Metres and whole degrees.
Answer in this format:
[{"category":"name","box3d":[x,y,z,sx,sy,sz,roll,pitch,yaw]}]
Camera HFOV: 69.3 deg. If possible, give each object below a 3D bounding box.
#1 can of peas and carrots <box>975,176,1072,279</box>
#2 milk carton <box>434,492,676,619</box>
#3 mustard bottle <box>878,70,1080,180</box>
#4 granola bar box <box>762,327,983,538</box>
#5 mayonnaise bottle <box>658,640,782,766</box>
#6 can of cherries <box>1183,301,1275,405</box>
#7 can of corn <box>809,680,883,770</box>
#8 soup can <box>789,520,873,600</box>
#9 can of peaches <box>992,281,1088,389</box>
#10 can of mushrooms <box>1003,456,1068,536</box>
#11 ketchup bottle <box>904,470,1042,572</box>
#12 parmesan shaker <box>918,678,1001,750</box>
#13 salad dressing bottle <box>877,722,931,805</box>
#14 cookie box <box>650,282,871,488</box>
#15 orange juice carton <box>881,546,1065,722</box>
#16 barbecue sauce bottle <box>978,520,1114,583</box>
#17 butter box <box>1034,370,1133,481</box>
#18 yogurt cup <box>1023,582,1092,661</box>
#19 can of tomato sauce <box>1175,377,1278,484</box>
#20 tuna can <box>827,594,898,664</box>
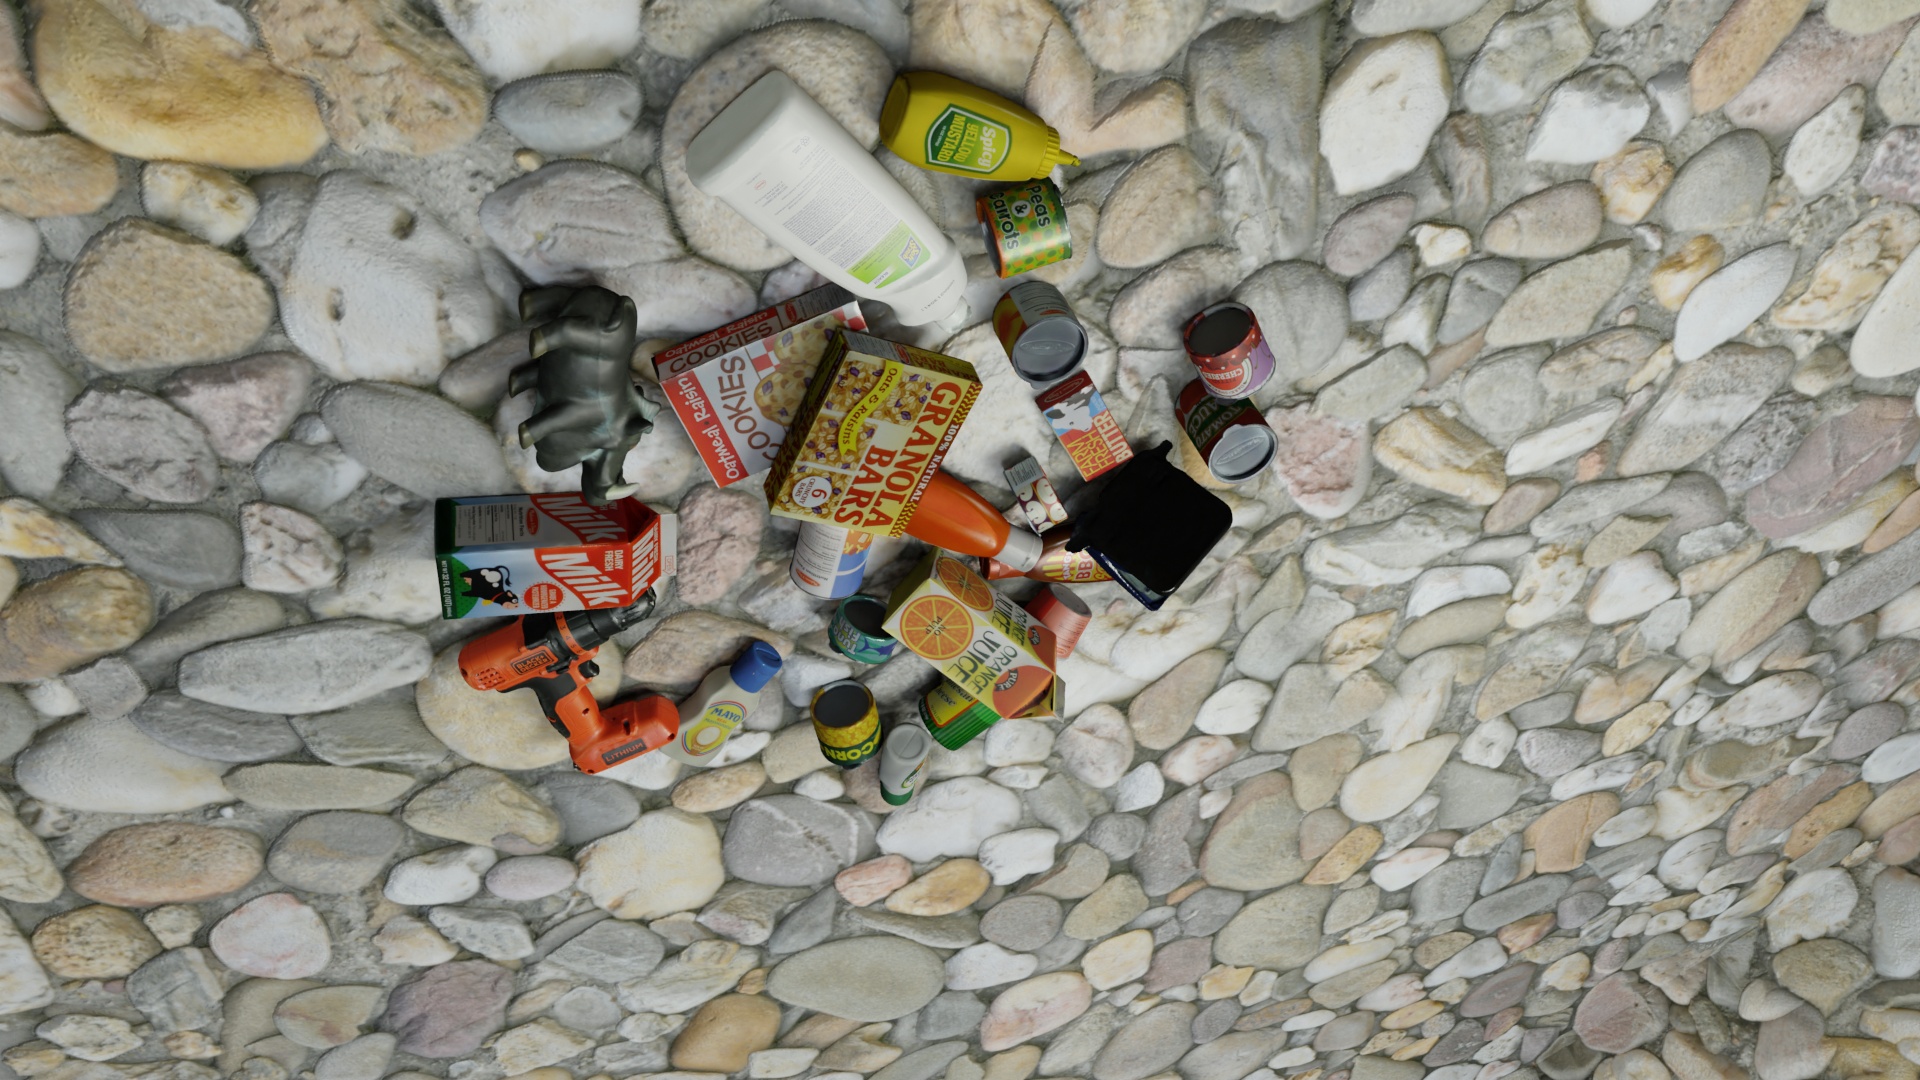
[{"category":"can of peas and carrots","box3d":[0.049,-0.242,1.072,0.059,0.071,0.070,-18,134,-3]},{"category":"milk carton","box3d":[-0.333,0.010,1.154,0.191,0.074,0.072,-4,131,-17]},{"category":"mustard bottle","box3d":[0.022,-0.298,1.026,0.160,0.049,0.065,7,129,-25]},{"category":"granola bar box","box3d":[-0.073,-0.084,1.134,0.124,0.039,0.164,11,125,-29]},{"category":"mayonnaise bottle","box3d":[-0.230,0.157,1.346,0.064,0.041,0.147,27,117,-35]},{"category":"can of cherries","box3d":[0.234,-0.163,1.209,0.071,0.072,0.058,-30,133,8]},{"category":"can of corn","box3d":[-0.114,0.185,1.393,0.071,0.071,0.058,-16,133,-6]},{"category":"soup can","box3d":[-0.111,-0.001,1.234,0.071,0.071,0.083,2,129,-21]},{"category":"can of peaches","box3d":[0.065,-0.170,1.150,0.071,0.058,0.070,-11,133,-12]},{"category":"can of mushrooms","box3d":[0.069,-0.040,1.262,0.033,0.071,0.070,-29,134,5]},{"category":"ketchup bottle","box3d":[0.004,-0.016,1.256,0.149,0.044,0.064,26,118,-22]},{"category":"parmesan shaker","box3d":[0.016,0.163,1.420,0.103,0.071,0.071,-38,132,15]},{"category":"salad dressing bottle","box3d":[-0.062,0.237,1.451,0.044,0.064,0.147,30,152,9]},{"category":"cookie box","box3d":[-0.146,-0.126,1.126,0.167,0.040,0.122,-23,134,-1]},{"category":"orange juice carton","box3d":[0.026,0.098,1.314,0.192,0.072,0.072,38,113,-12]},{"category":"barbecue sauce bottle","box3d":[0.093,0.013,1.334,0.149,0.044,0.064,-5,123,-15]},{"category":"butter box","box3d":[0.113,-0.102,1.252,0.053,0.024,0.103,-30,133,8]},{"category":"yogurt cup","box3d":[0.094,0.079,1.381,0.072,0.072,0.053,23,111,-35]},{"category":"can of tomato sauce","box3d":[0.238,-0.103,1.256,0.071,0.083,0.070,-10,133,-11]},{"category":"tuna can","box3d":[-0.091,0.084,1.313,0.071,0.071,0.032,10,125,-27]}]
